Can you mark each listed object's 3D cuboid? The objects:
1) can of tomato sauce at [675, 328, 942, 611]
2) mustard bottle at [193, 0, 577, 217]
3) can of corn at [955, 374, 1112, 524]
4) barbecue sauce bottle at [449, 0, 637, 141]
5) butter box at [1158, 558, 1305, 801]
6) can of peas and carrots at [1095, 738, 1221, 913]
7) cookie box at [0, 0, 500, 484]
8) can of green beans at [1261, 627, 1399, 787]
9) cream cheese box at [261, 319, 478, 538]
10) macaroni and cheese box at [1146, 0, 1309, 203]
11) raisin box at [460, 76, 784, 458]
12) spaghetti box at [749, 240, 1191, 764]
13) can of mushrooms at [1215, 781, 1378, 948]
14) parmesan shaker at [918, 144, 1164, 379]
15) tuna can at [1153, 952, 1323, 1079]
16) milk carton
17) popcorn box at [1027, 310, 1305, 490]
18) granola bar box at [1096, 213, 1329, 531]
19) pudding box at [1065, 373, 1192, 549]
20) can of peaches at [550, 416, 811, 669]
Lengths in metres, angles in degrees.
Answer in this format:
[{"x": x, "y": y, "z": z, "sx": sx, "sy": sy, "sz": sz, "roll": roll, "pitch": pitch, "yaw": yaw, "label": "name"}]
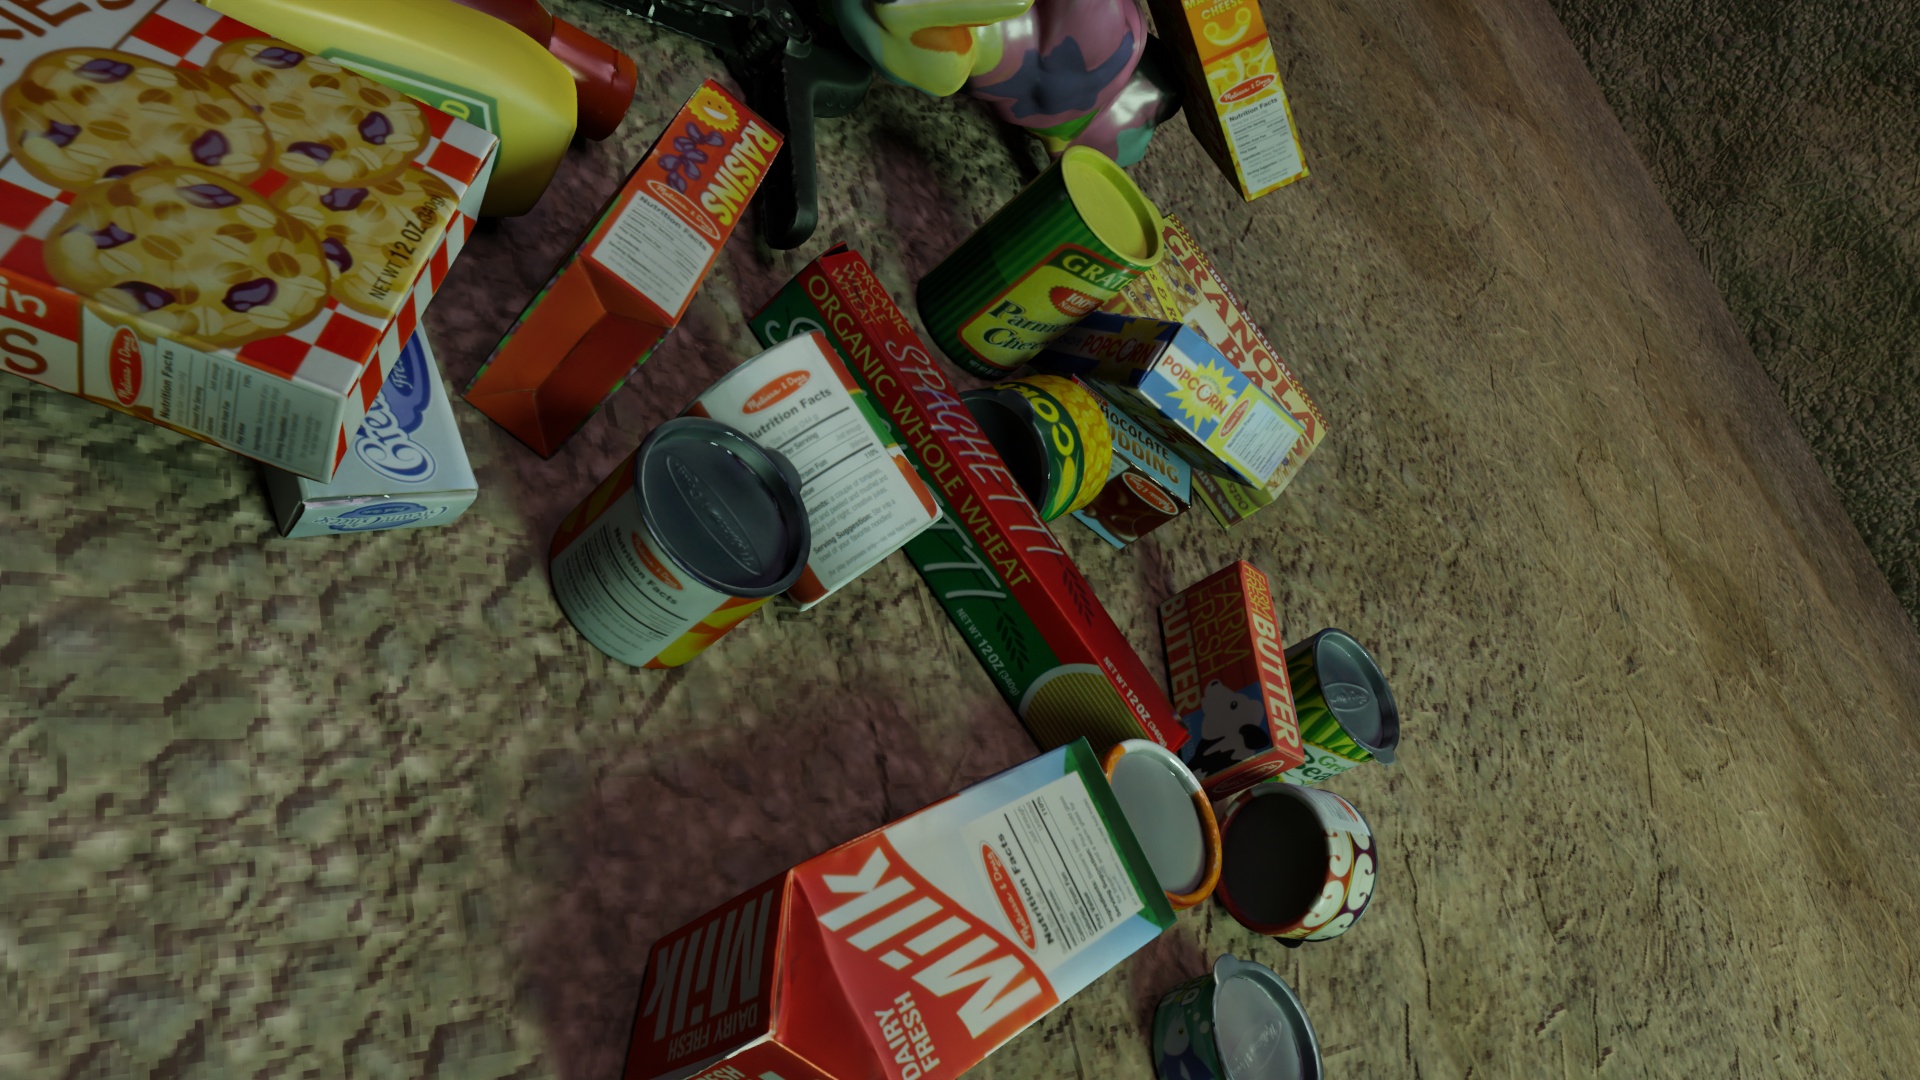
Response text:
[{"x": -0.056, "y": -0.025, "z": 0.515, "sx": 0.083, "sy": 0.071, "sz": 0.071, "roll": 56, "pitch": 37, "yaw": 0, "label": "can of tomato sauce"}, {"x": -0.210, "y": -0.156, "z": 0.452, "sx": 0.160, "sy": 0.065, "sz": 0.049, "roll": 13, "pitch": 45, "yaw": -35, "label": "mustard bottle"}, {"x": 0.026, "y": -0.039, "z": 0.608, "sx": 0.058, "sy": 0.071, "sz": 0.071, "roll": -22, "pitch": 79, "yaw": -53, "label": "can of corn"}, {"x": -0.193, "y": -0.197, "z": 0.514, "sx": 0.148, "sy": 0.043, "sz": 0.065, "roll": 20, "pitch": 49, "yaw": -38, "label": "barbecue sauce bottle"}, {"x": 0.125, "y": 0.064, "z": 0.651, "sx": 0.024, "sy": 0.053, "sz": 0.104, "roll": 27, "pitch": 45, "yaw": -35, "label": "butter box"}, {"x": 0.057, "y": 0.119, "z": 0.531, "sx": 0.071, "sy": 0.058, "sz": 0.071, "roll": 27, "pitch": 45, "yaw": -31, "label": "can of peas and carrots"}, {"x": -0.228, "y": -0.099, "z": 0.372, "sx": 0.167, "sy": 0.040, "sz": 0.123, "roll": 22, "pitch": 46, "yaw": -16, "label": "cookie box"}, {"x": 0.171, "y": 0.084, "z": 0.682, "sx": 0.071, "sy": 0.057, "sz": 0.071, "roll": 28, "pitch": 44, "yaw": -31, "label": "can of green beans"}, {"x": -0.189, "y": -0.052, "z": 0.423, "sx": 0.053, "sy": 0.024, "sz": 0.104, "roll": -6, "pitch": 67, "yaw": -47, "label": "cream cheese box"}, {"x": 0.133, "y": -0.284, "z": 0.756, "sx": 0.124, "sy": 0.040, "sz": 0.165, "roll": -102, "pitch": 167, "yaw": -55, "label": "macaroni and cheese box"}, {"x": -0.115, "y": -0.098, "z": 0.488, "sx": 0.040, "sy": 0.085, "sz": 0.124, "roll": 37, "pitch": 40, "yaw": -20, "label": "raisin box"}, {"x": 0.002, "y": -0.007, "z": 0.575, "sx": 0.250, "sy": 0.050, "sz": 0.029, "roll": 55, "pitch": 36, "yaw": 1, "label": "spaghetti box"}, {"x": 0.143, "y": 0.141, "z": 0.603, "sx": 0.033, "sy": 0.070, "sz": 0.071, "roll": 19, "pitch": 50, "yaw": -38, "label": "can of mushrooms"}, {"x": 0.039, "y": -0.130, "z": 0.664, "sx": 0.071, "sy": 0.102, "sz": 0.071, "roll": 27, "pitch": 45, "yaw": -31, "label": "parmesan shaker"}, {"x": 0.108, "y": 0.200, "z": 0.545, "sx": 0.071, "sy": 0.032, "sz": 0.071, "roll": 28, "pitch": 45, "yaw": -31, "label": "tuna can"}, {"x": -0.021, "y": 0.128, "z": 0.429, "sx": 0.191, "sy": 0.072, "sz": 0.073, "roll": -12, "pitch": 72, "yaw": -52, "label": "milk carton"}, {"x": 0.096, "y": -0.072, "z": 0.678, "sx": 0.085, "sy": 0.038, "sz": 0.127, "roll": 36, "pitch": -2, "yaw": -24, "label": "popcorn box"}, {"x": 0.138, "y": -0.103, "z": 0.805, "sx": 0.165, "sy": 0.039, "sz": 0.125, "roll": 53, "pitch": 37, "yaw": -3, "label": "granola bar box"}, {"x": 0.066, "y": -0.036, "z": 0.666, "sx": 0.083, "sy": 0.049, "sz": 0.030, "roll": 35, "pitch": 43, "yaw": -23, "label": "pudding box"}, {"x": -0.092, "y": 0.001, "z": 0.461, "sx": 0.071, "sy": 0.058, "sz": 0.071, "roll": 28, "pitch": 44, "yaw": -31, "label": "can of peaches"}]
